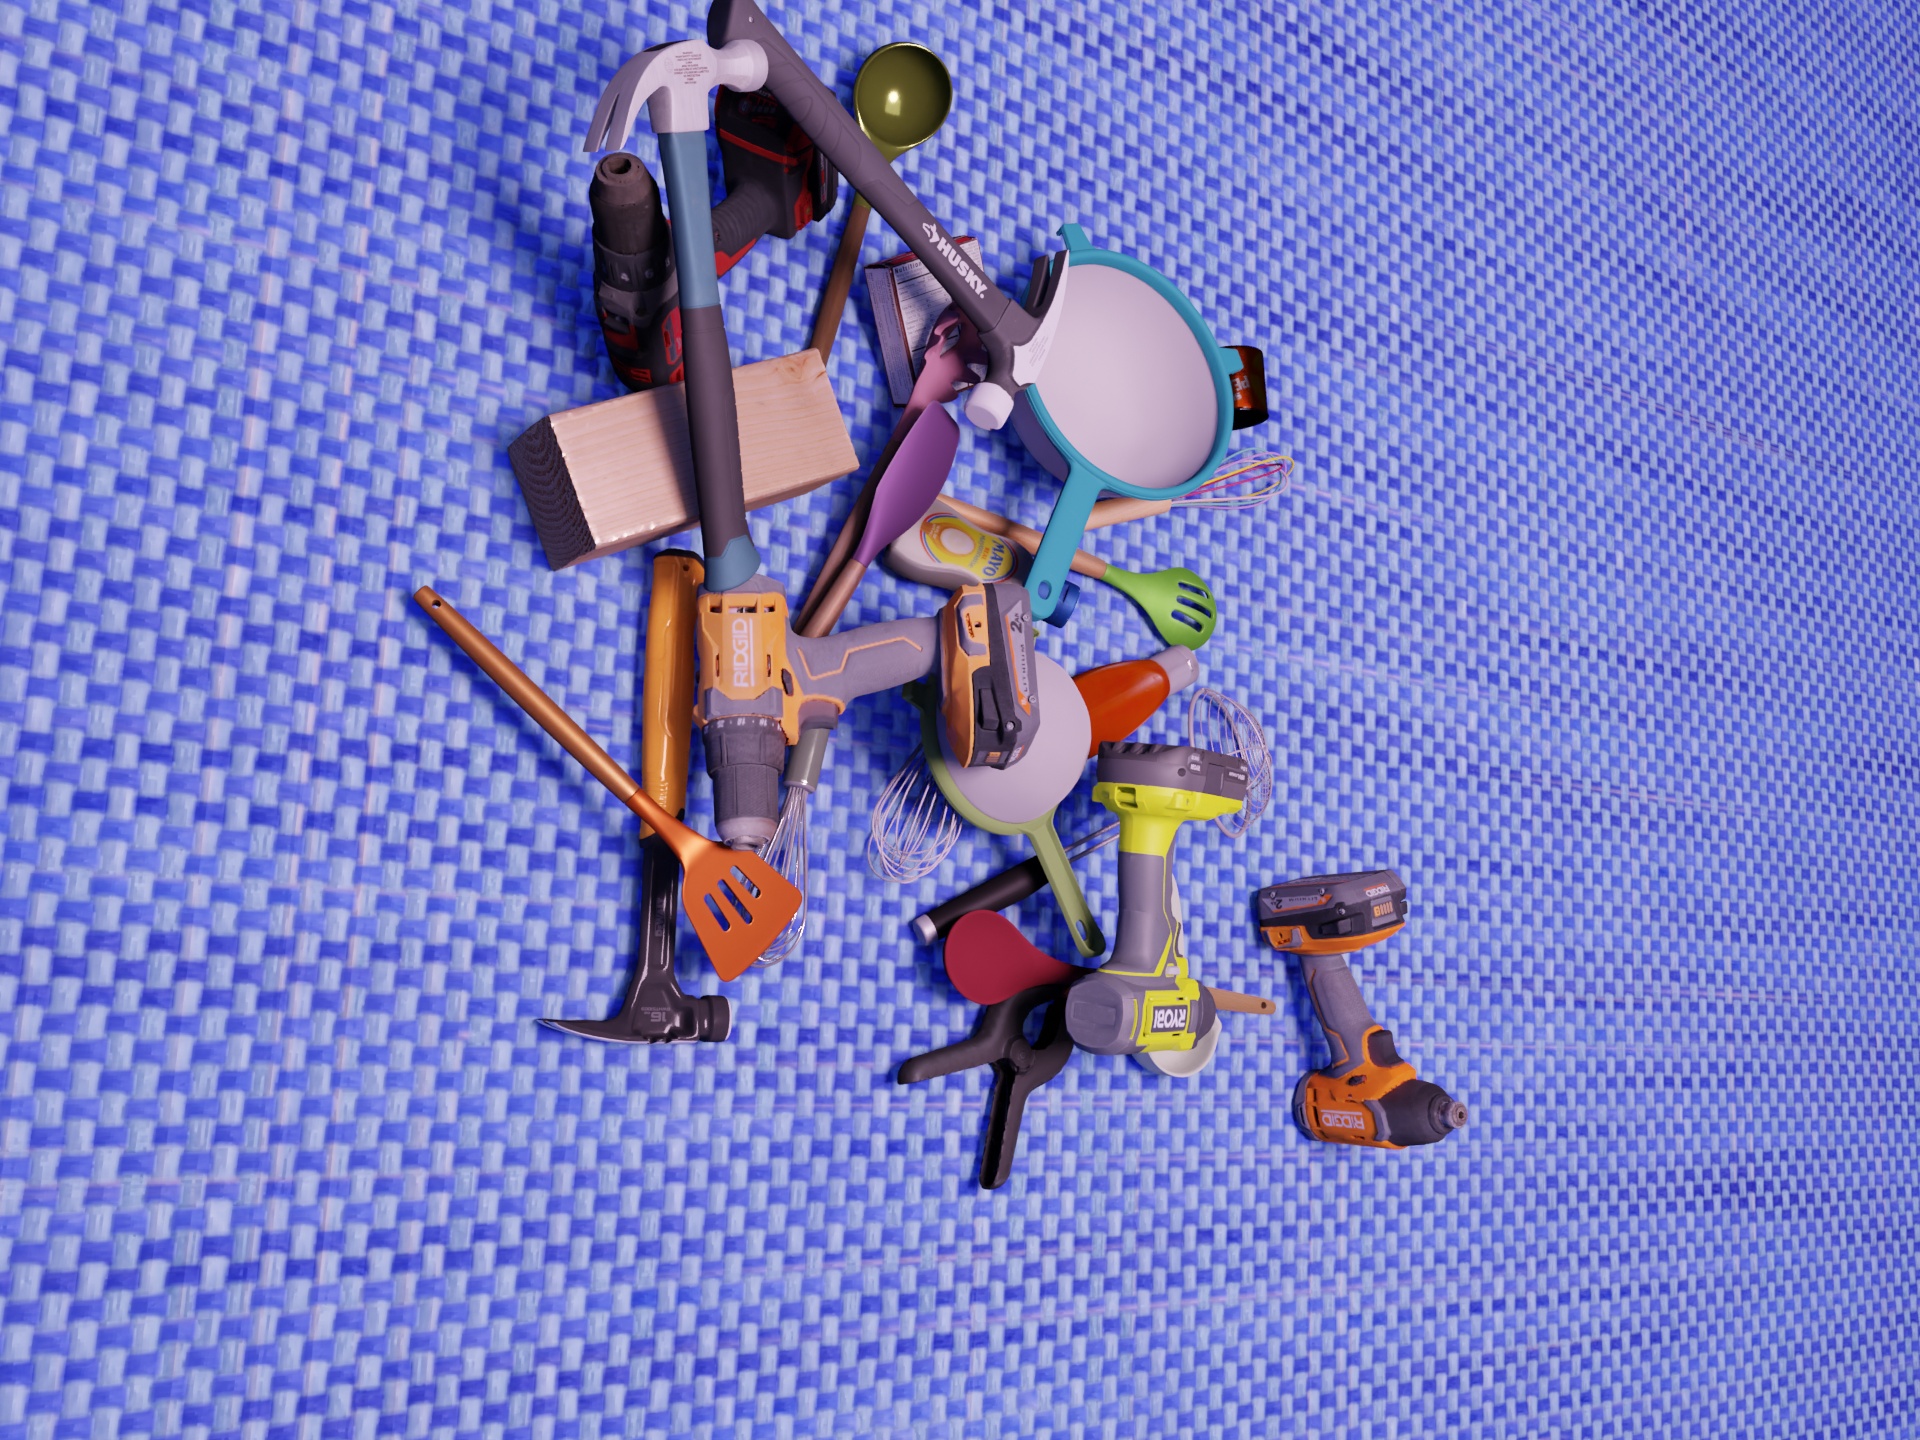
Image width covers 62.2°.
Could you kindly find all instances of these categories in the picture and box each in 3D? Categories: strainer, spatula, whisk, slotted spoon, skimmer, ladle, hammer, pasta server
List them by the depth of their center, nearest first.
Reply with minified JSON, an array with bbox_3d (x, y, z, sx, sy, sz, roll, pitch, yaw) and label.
[{"bbox_3d":[-0.159,-0.244,0.988,0.128,0.033,0.330,-26,120,-46],"label":"hammer"},{"bbox_3d":[-0.233,0.034,1.032,0.322,0.041,0.081,45,65,-7],"label":"spatula"},{"bbox_3d":[-0.209,0.048,1.077,0.127,0.034,0.337,8,80,-32],"label":"hammer"},{"bbox_3d":[-0.046,-0.361,1.082,0.334,0.035,0.146,42,65,-34],"label":"hammer"},{"bbox_3d":[-0.117,0.055,1.130,0.057,0.059,0.246,48,50,-60],"label":"whisk"},{"bbox_3d":[-0.086,-0.090,1.144,0.316,0.018,0.059,-59,141,-10],"label":"spatula"},{"bbox_3d":[0.067,0.054,1.166,0.151,0.069,0.256,-27,95,-44],"label":"strainer"},{"bbox_3d":[-0.052,-0.178,1.170,0.060,0.040,0.316,37,77,-50],"label":"pasta server"},{"bbox_3d":[-0.001,-0.004,1.202,0.070,0.070,0.285,34,62,-24],"label":"whisk"},{"bbox_3d":[-0.077,-0.366,1.202,0.078,0.062,0.320,22,75,-29],"label":"ladle"},{"bbox_3d":[0.119,0.201,1.230,0.315,0.031,0.069,14,76,-26],"label":"ladle"},{"bbox_3d":[0.089,-0.209,1.251,0.210,0.095,0.340,32,62,-21],"label":"strainer"},{"bbox_3d":[0.110,0.087,1.276,0.363,0.090,0.127,-25,102,-22],"label":"skimmer"},{"bbox_3d":[0.094,-0.129,1.296,0.313,0.031,0.070,19,76,-27],"label":"slotted spoon"},{"bbox_3d":[0.191,-0.195,1.356,0.245,0.047,0.051,-16,94,-30],"label":"whisk"}]

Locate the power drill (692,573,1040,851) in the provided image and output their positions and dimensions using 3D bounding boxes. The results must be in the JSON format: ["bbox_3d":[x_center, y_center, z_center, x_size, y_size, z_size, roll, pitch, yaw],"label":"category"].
[{"bbox_3d":[-0.065,-0.007,1.063,0.226,0.084,0.185,-1,70,-8],"label":"power drill"}]

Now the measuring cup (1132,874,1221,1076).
[{"bbox_3d":[0.164,0.204,1.292,0.083,0.038,0.168,3,77,-30],"label":"measuring cup"}]

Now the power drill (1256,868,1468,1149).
[{"bbox_3d":[0.336,0.242,1.320,0.084,0.164,0.226,-10,87,-32],"label":"power drill"}]

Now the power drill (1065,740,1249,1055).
[{"bbox_3d":[0.151,0.133,1.183,0.171,0.080,0.223,12,83,-53],"label":"power drill"}]

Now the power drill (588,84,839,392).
[{"bbox_3d":[-0.172,-0.350,1.070,0.080,0.187,0.227,26,64,11],"label":"power drill"}]
